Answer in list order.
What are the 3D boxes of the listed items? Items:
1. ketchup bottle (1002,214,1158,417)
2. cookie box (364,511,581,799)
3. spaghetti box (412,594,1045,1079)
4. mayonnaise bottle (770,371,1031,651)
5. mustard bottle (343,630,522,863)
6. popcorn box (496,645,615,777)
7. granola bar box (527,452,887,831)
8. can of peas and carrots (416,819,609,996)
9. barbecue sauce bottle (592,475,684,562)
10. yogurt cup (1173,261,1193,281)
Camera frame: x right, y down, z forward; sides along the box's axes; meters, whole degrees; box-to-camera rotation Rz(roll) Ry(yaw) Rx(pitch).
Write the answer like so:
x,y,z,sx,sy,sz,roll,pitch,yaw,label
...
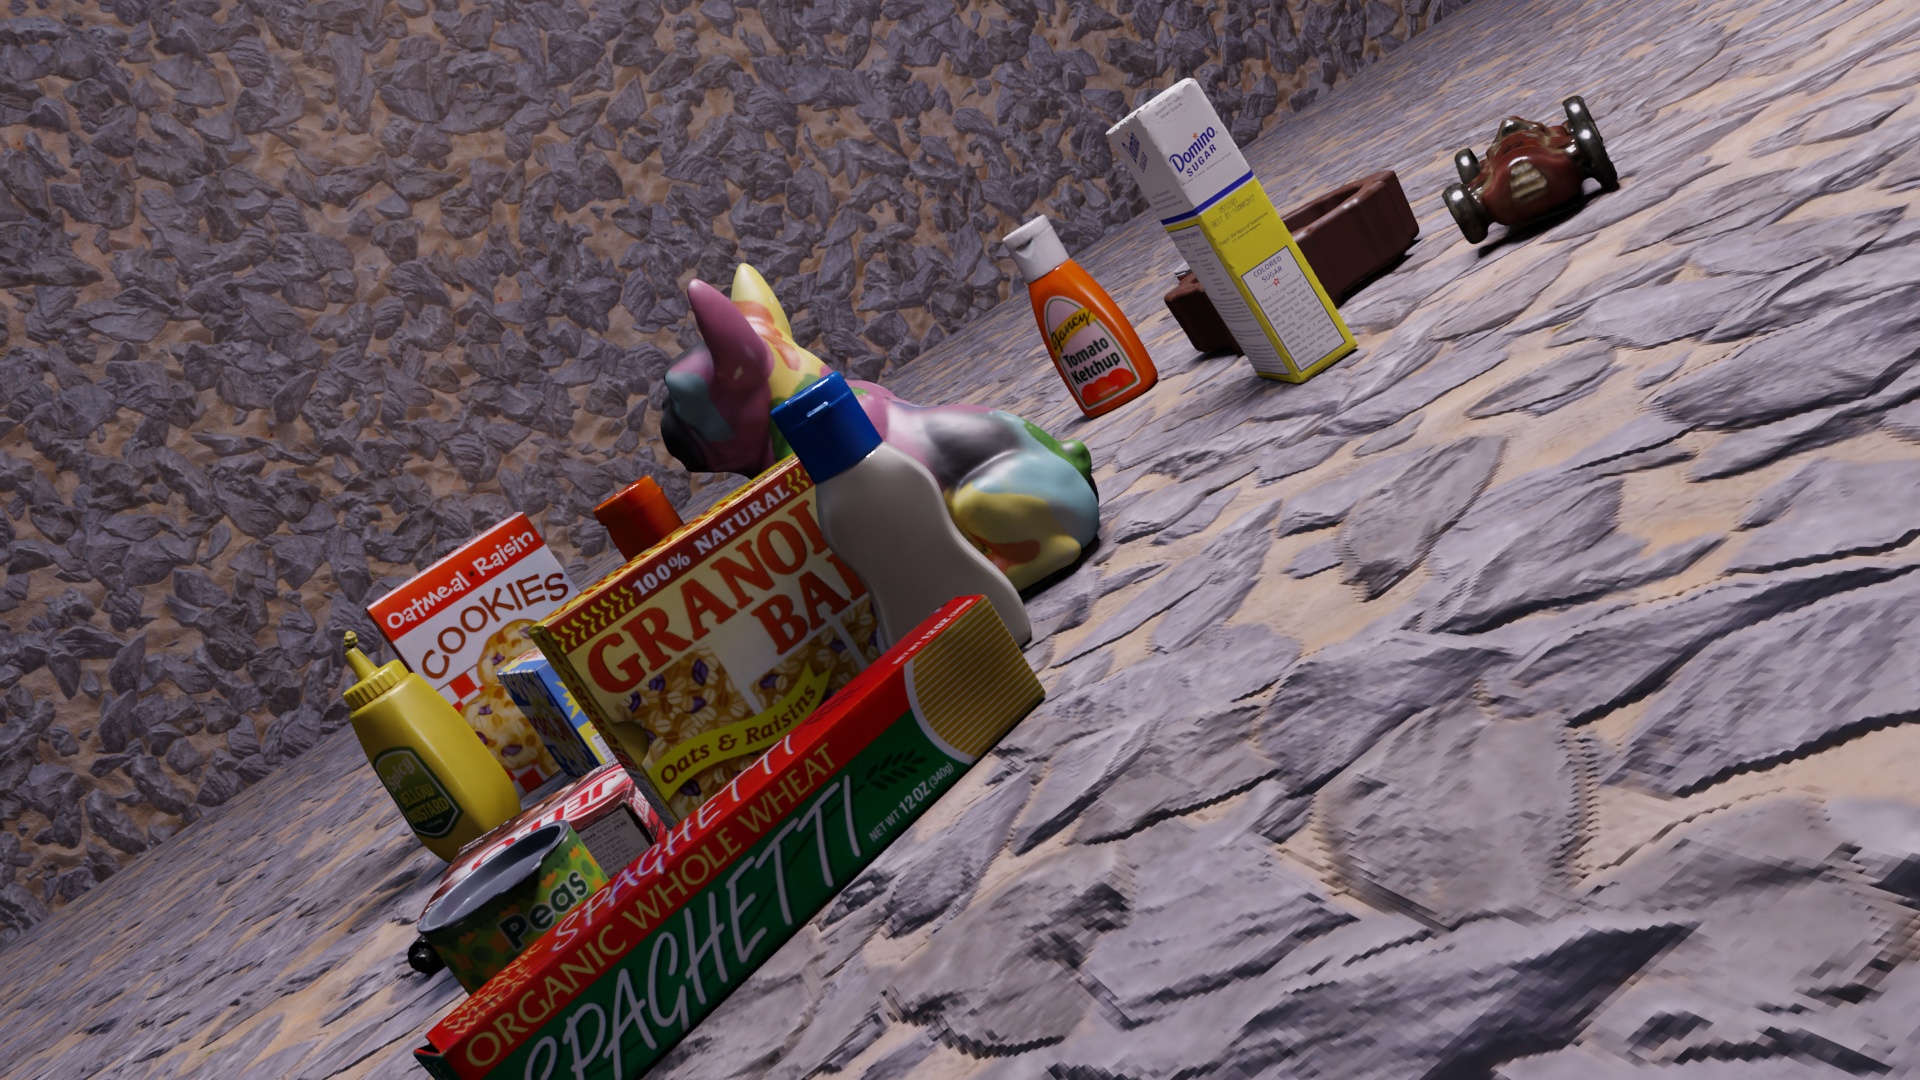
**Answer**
x,y,z,sx,sy,sz,roll,pitch,yaw,label
0.084,-0.167,1.026,0.064,0.148,0.044,-26,12,30,ketchup bottle
-0.317,0.082,0.981,0.123,0.167,0.040,-37,12,-25,cookie box
-0.067,0.108,0.487,0.251,0.050,0.028,-39,12,-32,spaghetti box
-0.030,-0.004,0.622,0.065,0.148,0.041,-33,10,-5,mayonnaise bottle
-0.343,0.127,0.874,0.065,0.160,0.049,-27,12,27,mustard bottle
-0.248,0.108,0.891,0.038,0.085,0.126,-37,12,-27,popcorn box
-0.091,0.044,0.641,0.166,0.124,0.039,-37,11,-24,granola bar box
-0.163,0.151,0.537,0.071,0.058,0.071,-31,11,7,can of peas and carrots
-0.142,0.035,0.755,0.044,0.148,0.065,-35,11,-15,barbecue sauce bottle
0.212,-0.208,1.107,0.072,0.054,0.072,-31,11,7,yogurt cup
